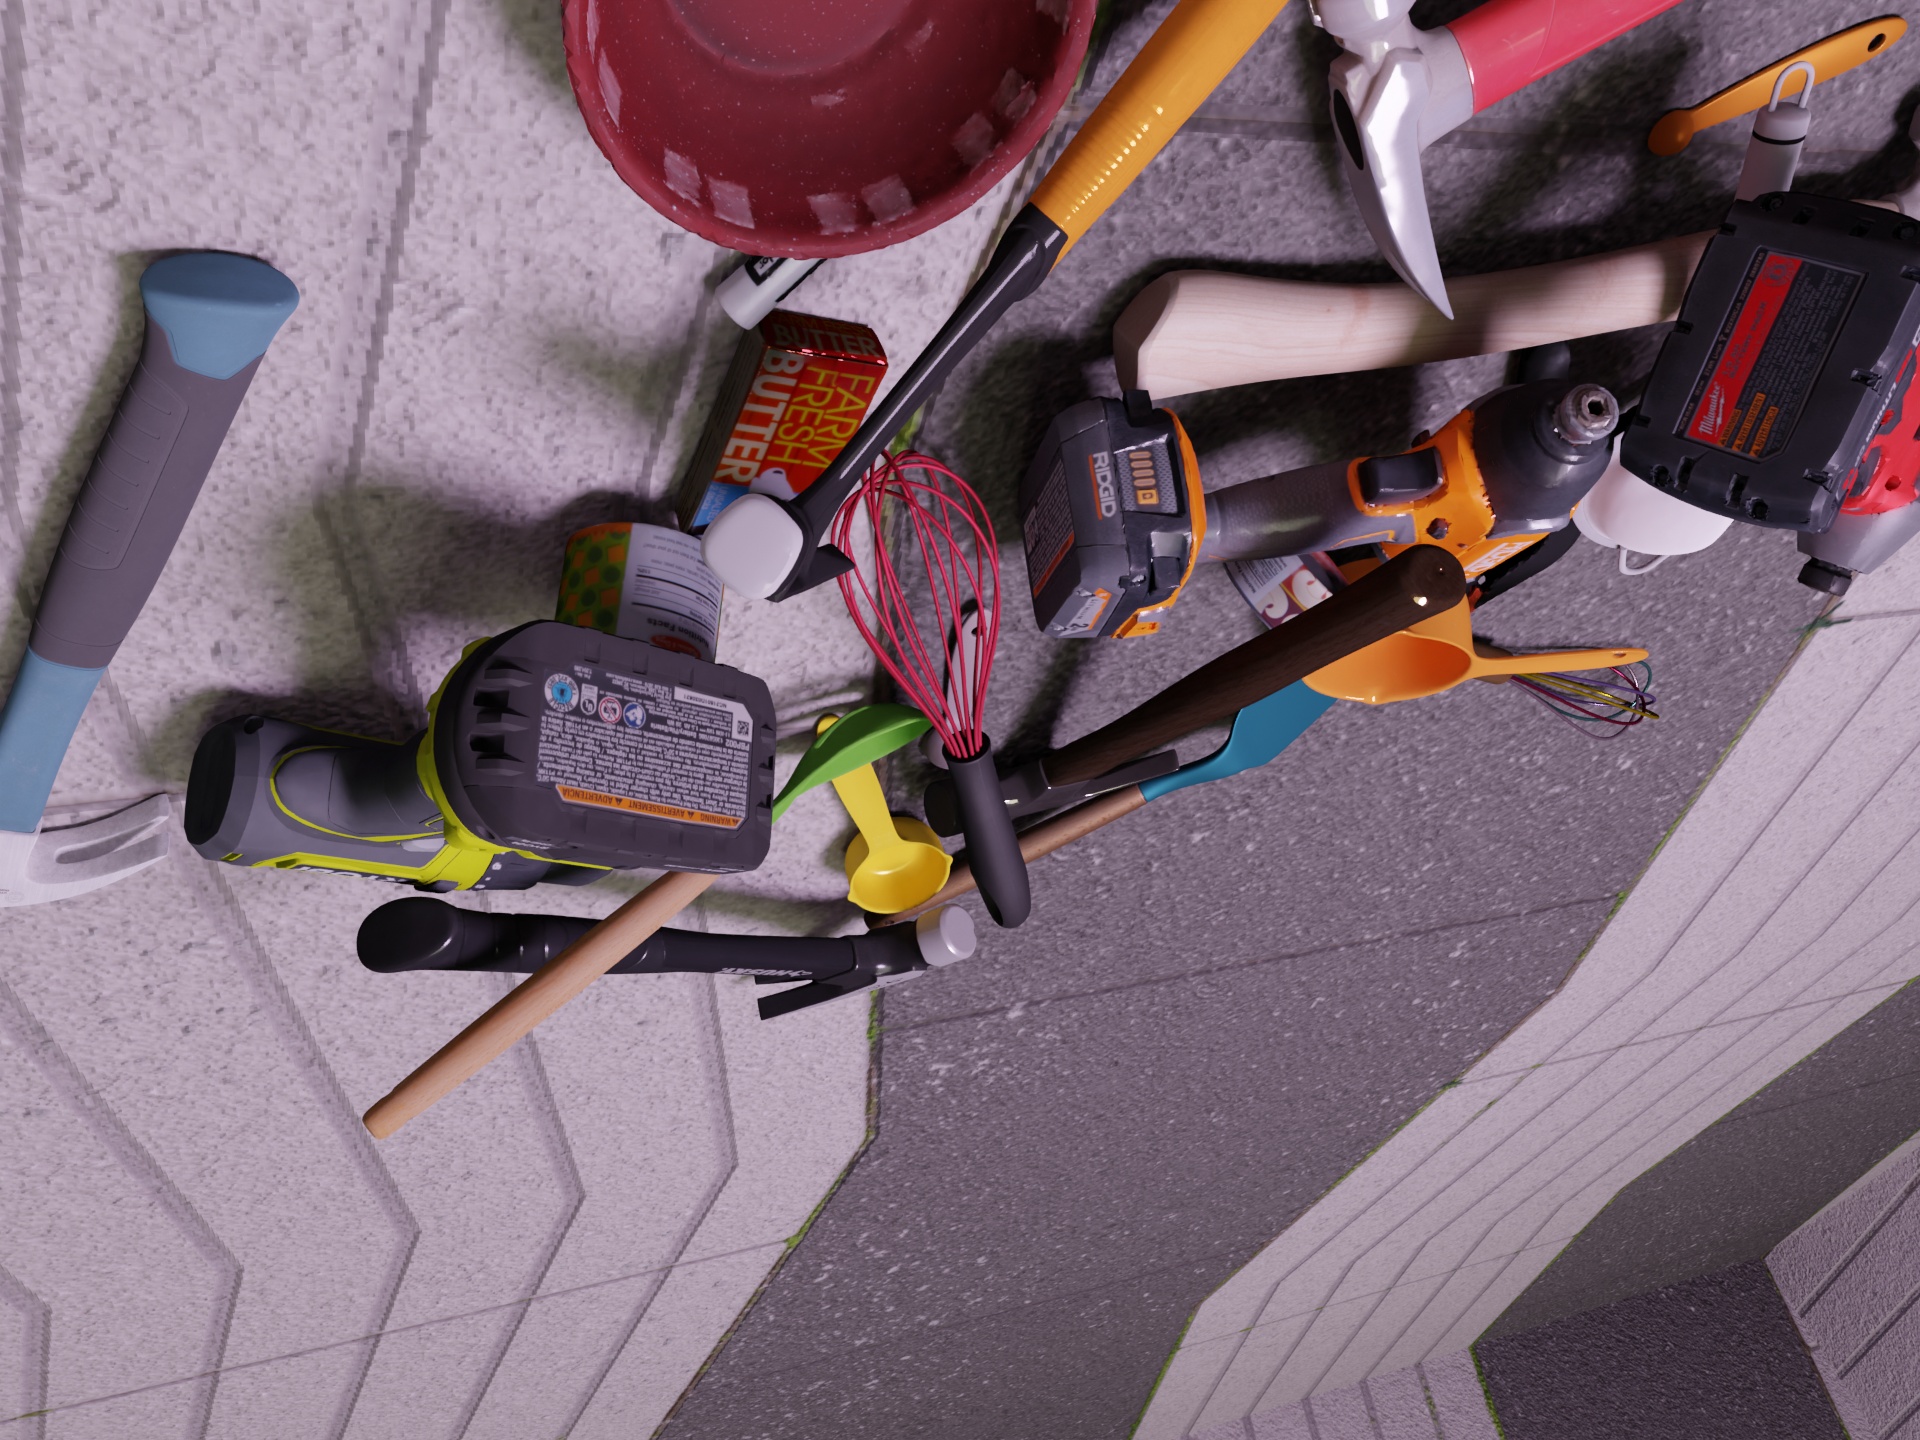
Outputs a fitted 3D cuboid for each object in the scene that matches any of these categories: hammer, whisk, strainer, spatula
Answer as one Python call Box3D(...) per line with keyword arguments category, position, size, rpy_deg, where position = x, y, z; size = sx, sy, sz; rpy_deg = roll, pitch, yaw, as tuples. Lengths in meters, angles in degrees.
Box3D(category="hammer", position=(-0.148, 0.118, 0.805), size=(0.146, 0.035, 0.334), rpy_deg=(-23, 158, 33))
Box3D(category="hammer", position=(0.039, -0.176, 0.540), size=(0.337, 0.034, 0.127), rpy_deg=(-48, -179, 11))
Box3D(category="hammer", position=(0.316, -0.294, 0.574), size=(0.386, 0.038, 0.143), rpy_deg=(-28, 130, 4))
Box3D(category="whisk", position=(0.339, -0.028, 0.949), size=(0.244, 0.047, 0.051), rpy_deg=(11, 134, -34))
Box3D(category="hammer", position=(0.110, -0.008, 0.751), size=(0.130, 0.031, 0.331), rpy_deg=(-12, 169, -32))
Box3D(category="hammer", position=(0.264, -0.175, 0.696), size=(0.410, 0.038, 0.146), rpy_deg=(-11, 125, -12))
Box3D(category="strainer", position=(0.321, -0.151, 0.680), size=(0.087, 0.050, 0.258), rpy_deg=(-3, 133, 3))
Box3D(category="whisk", position=(-0.001, -0.002, 0.733), size=(0.073, 0.073, 0.295), rpy_deg=(-19, 132, -5))
Box3D(category="hammer", position=(-0.323, -0.036, 0.582), size=(0.128, 0.033, 0.331), rpy_deg=(14, 131, -39))
Box3D(category="spatula", position=(0.079, 0.044, 0.917), size=(0.317, 0.044, 0.082), rpy_deg=(-27, 143, 14))

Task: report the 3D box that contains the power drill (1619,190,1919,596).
Box3D(category="power drill", position=(0.361, -0.124, 0.651), size=(0.219, 0.079, 0.143), rpy_deg=(0, 114, -47))

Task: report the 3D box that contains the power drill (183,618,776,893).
Box3D(category="power drill", position=(-0.178, 0.031, 0.648), size=(0.190, 0.080, 0.228), rpy_deg=(15, 160, -43))

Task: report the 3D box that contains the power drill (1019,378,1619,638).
Box3D(category="power drill", position=(0.149, -0.094, 0.661), size=(0.226, 0.084, 0.164), rpy_deg=(-7, 171, -8))

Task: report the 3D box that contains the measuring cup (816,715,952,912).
Box3D(category="measuring cup", position=(-0.049, 0.045, 0.853), size=(0.062, 0.029, 0.156), rpy_deg=(-21, 133, -1))

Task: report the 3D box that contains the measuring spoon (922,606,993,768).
Box3D(category="measuring spoon", position=(0.004, -0.012, 0.802), size=(0.034, 0.018, 0.124), rpy_deg=(-11, 145, -17))

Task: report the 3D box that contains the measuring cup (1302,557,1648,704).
Box3D(category="measuring cup", position=(0.262, -0.050, 0.823), size=(0.173, 0.052, 0.095), rpy_deg=(-2, 158, 7))

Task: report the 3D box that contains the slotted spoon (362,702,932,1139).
Box3D(category="slotted spoon", position=(-0.132, 0.078, 0.717), size=(0.314, 0.031, 0.070), rpy_deg=(-39, 178, -28))

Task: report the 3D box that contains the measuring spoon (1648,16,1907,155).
Box3D(category="measuring spoon", position=(0.345, -0.266, 0.668), size=(0.117, 0.011, 0.021), rpy_deg=(-24, 145, 2))
